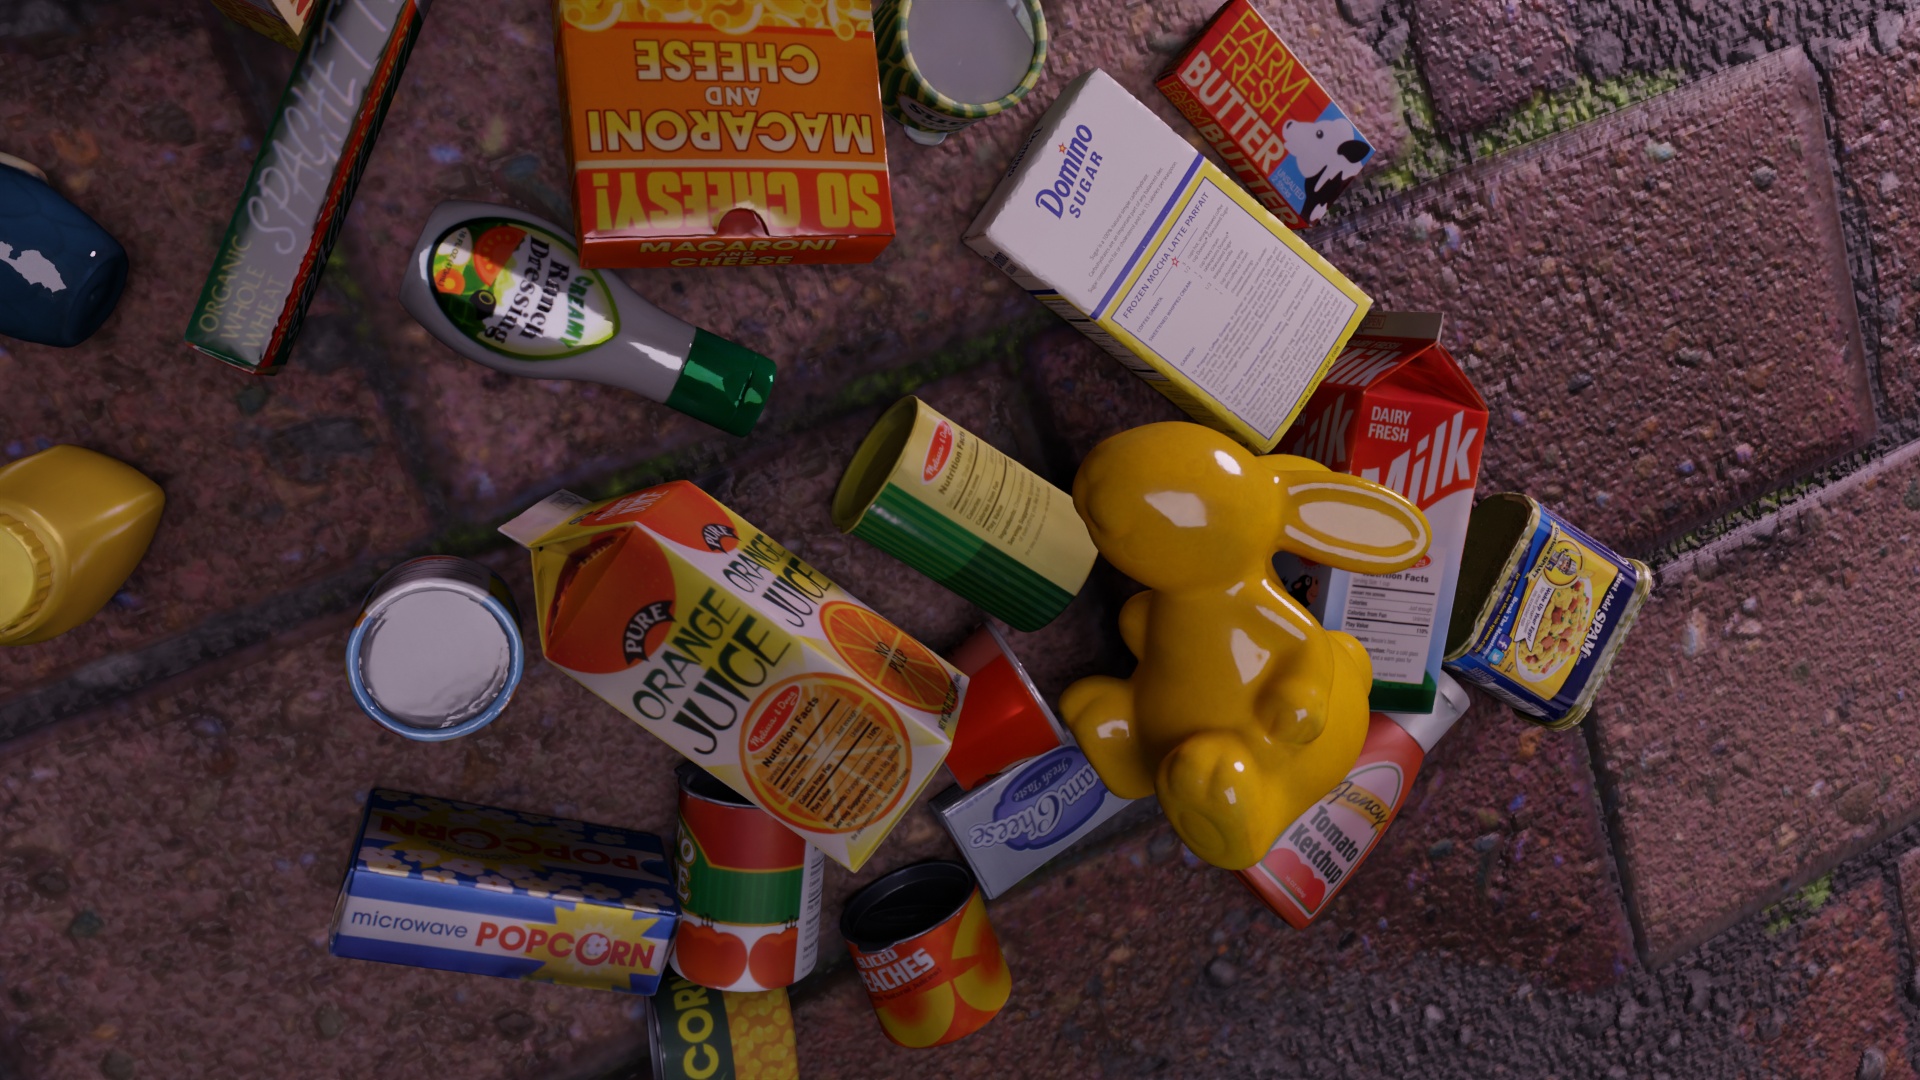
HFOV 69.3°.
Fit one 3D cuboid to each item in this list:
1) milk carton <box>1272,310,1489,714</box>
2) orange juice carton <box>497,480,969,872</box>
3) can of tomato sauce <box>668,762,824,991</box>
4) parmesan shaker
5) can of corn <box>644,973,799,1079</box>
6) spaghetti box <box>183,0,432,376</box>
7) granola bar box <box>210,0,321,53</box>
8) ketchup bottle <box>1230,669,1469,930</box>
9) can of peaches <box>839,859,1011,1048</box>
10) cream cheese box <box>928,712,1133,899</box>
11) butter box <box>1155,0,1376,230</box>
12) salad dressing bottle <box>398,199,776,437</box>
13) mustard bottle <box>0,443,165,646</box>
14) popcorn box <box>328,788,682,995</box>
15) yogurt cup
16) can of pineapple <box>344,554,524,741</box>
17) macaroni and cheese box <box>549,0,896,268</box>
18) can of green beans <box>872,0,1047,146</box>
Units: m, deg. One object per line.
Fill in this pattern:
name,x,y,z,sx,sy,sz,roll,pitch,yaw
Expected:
milk carton,0.198,-0.017,0.680,0.073,0.072,0.190,6,97,-19
orange juice carton,-0.096,0.042,0.569,0.193,0.072,0.073,35,106,-4
can of tomato sauce,-0.095,0.145,0.611,0.071,0.071,0.083,3,98,-18
parmesan shaker,0.002,-0.008,0.619,0.103,0.071,0.071,32,88,-20
can of corn,-0.107,0.221,0.615,0.058,0.071,0.071,-6,100,-18
spaghetti box,-0.229,-0.182,0.527,0.029,0.050,0.250,22,91,-18
granola bar box,-0.219,-0.262,0.479,0.039,0.124,0.165,23,91,-19
ketchup bottle,0.200,0.126,0.717,0.149,0.043,0.064,-46,109,-8
can of peaches,-0.016,0.192,0.641,0.071,0.071,0.058,-23,105,-14
cream cheese box,0.042,0.121,0.674,0.104,0.024,0.053,-32,107,-11
butter box,0.146,-0.202,0.661,0.103,0.024,0.053,41,84,-19
salad dressing bottle,-0.149,-0.087,0.570,0.147,0.044,0.064,23,85,-20
mustard bottle,-0.316,0.004,0.467,0.049,0.160,0.065,31,87,-19
popcorn box,-0.185,0.143,0.570,0.127,0.085,0.038,15,95,-20
yogurt cup,0.010,0.078,0.637,0.054,0.072,0.072,-33,107,-2
can of pineapple,-0.211,0.044,0.562,0.071,0.058,0.071,-3,99,-18
macaroni and cheese box,-0.097,-0.195,0.554,0.124,0.040,0.166,-5,86,-19
can of green beans,-0.003,-0.211,0.593,0.071,0.058,0.071,-3,99,-18
